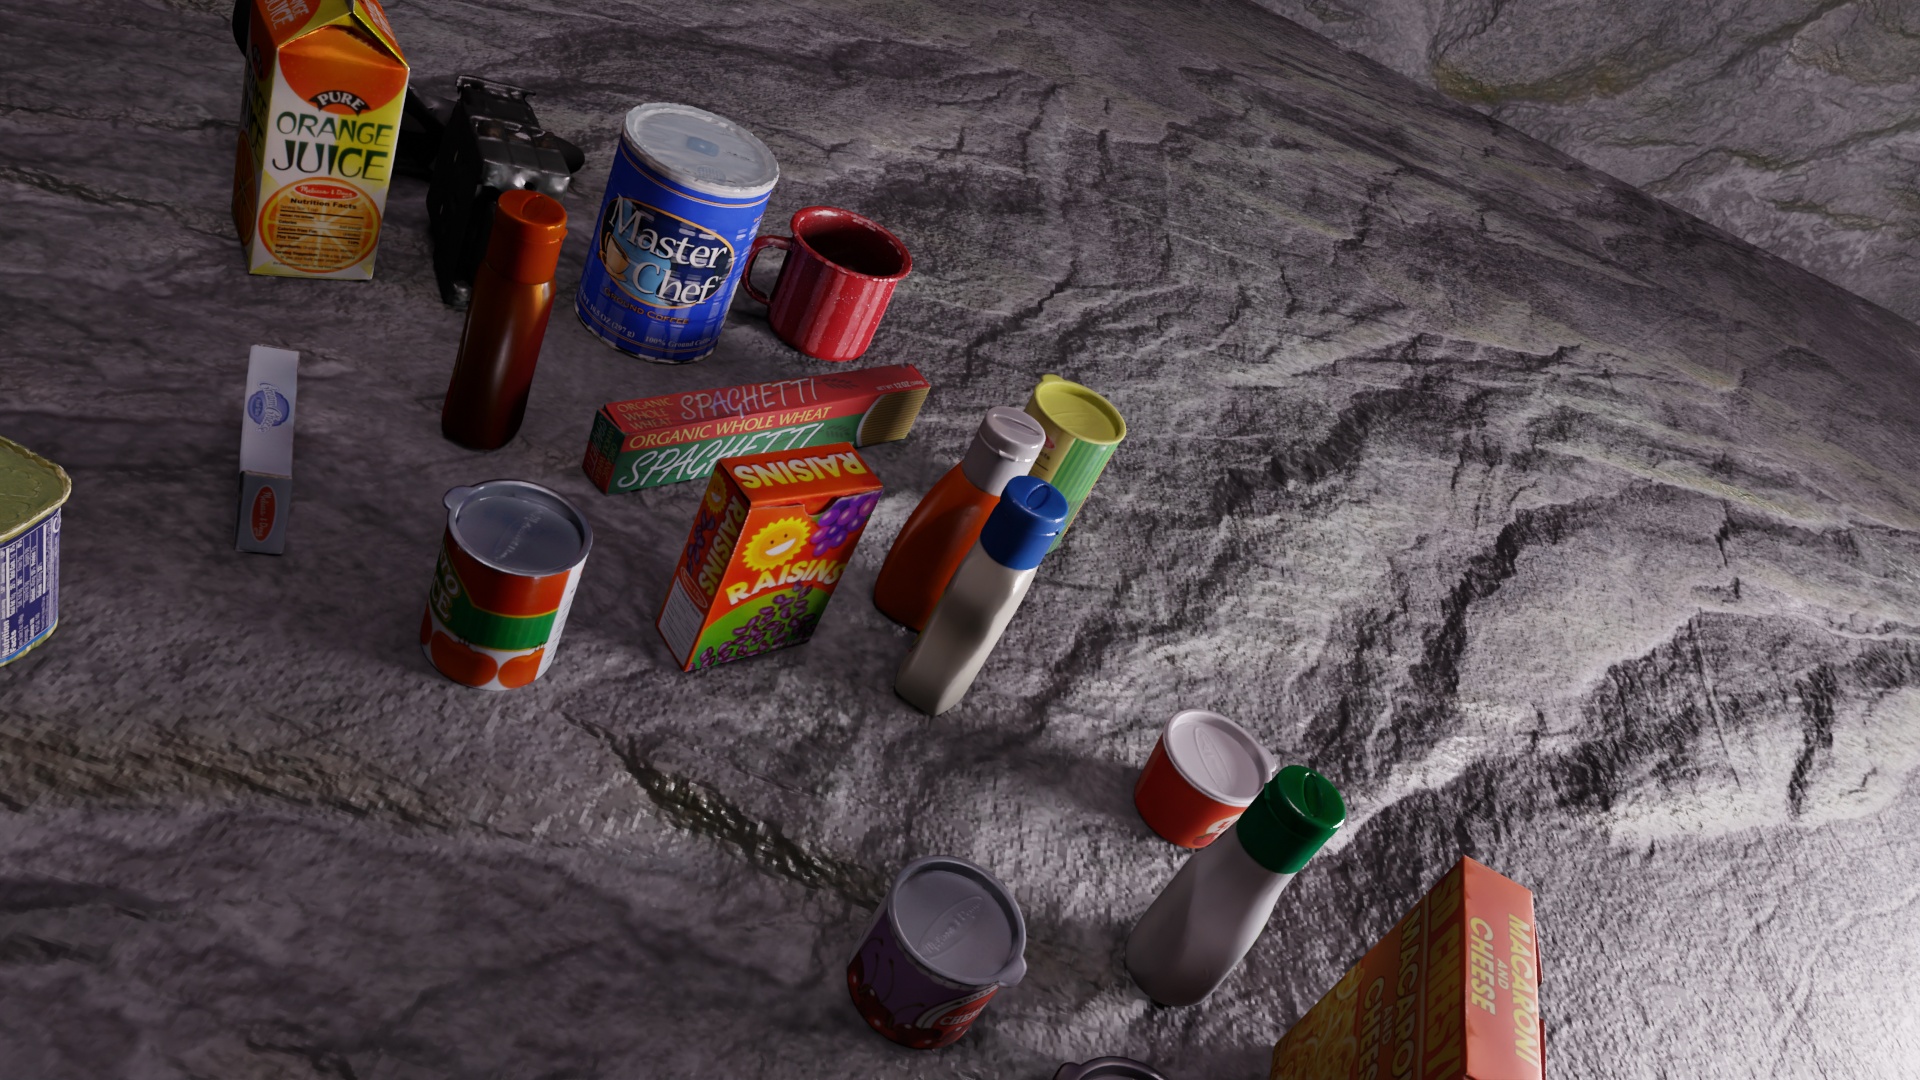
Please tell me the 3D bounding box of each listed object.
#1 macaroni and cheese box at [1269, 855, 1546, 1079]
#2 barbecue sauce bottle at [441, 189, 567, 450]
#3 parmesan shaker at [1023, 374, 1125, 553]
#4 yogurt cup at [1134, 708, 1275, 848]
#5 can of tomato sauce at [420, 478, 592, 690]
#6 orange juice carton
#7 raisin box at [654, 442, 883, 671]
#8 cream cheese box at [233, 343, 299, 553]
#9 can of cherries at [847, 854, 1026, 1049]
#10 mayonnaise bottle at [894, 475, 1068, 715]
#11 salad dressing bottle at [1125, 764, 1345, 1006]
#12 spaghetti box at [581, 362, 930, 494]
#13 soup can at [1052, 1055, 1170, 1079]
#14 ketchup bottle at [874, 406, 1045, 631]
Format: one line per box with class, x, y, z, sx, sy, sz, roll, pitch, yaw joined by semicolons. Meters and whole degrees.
macaroni and cheese box;0.190;0.237;0.612;0.040;0.165;0.124;29;35;1
barbecue sauce bottle;-0.255;-0.124;0.781;0.044;0.147;0.065;20;36;-12
parmesan shaker;0.057;-0.050;0.935;0.071;0.102;0.072;18;36;-14
yogurt cup;0.135;0.138;0.795;0.072;0.053;0.073;18;37;-14
can of tomato sauce;-0.224;0.022;0.676;0.071;0.082;0.071;18;36;-14
orange juice carton;-0.379;-0.254;0.821;0.073;0.191;0.072;-3;46;-36
raisin box;-0.103;0.009;0.738;0.086;0.122;0.040;-10;50;-41
cream cheese box;-0.351;-0.047;0.703;0.024;0.053;0.104;6;41;-28
can of cherries;-0.010;0.189;0.631;0.071;0.058;0.072;18;37;-14
mayonnaise bottle;0.012;0.029;0.768;0.041;0.147;0.065;32;35;6
salad dressing bottle;0.132;0.169;0.674;0.044;0.146;0.064;25;35;-5
spaghetti box;-0.123;-0.075;0.892;0.251;0.050;0.029;-15;54;-44
soup can;0.051;0.259;0.563;0.071;0.083;0.072;18;36;-14
ketchup bottle;0.003;-0.010;0.810;0.065;0.148;0.044;22;36;-9
